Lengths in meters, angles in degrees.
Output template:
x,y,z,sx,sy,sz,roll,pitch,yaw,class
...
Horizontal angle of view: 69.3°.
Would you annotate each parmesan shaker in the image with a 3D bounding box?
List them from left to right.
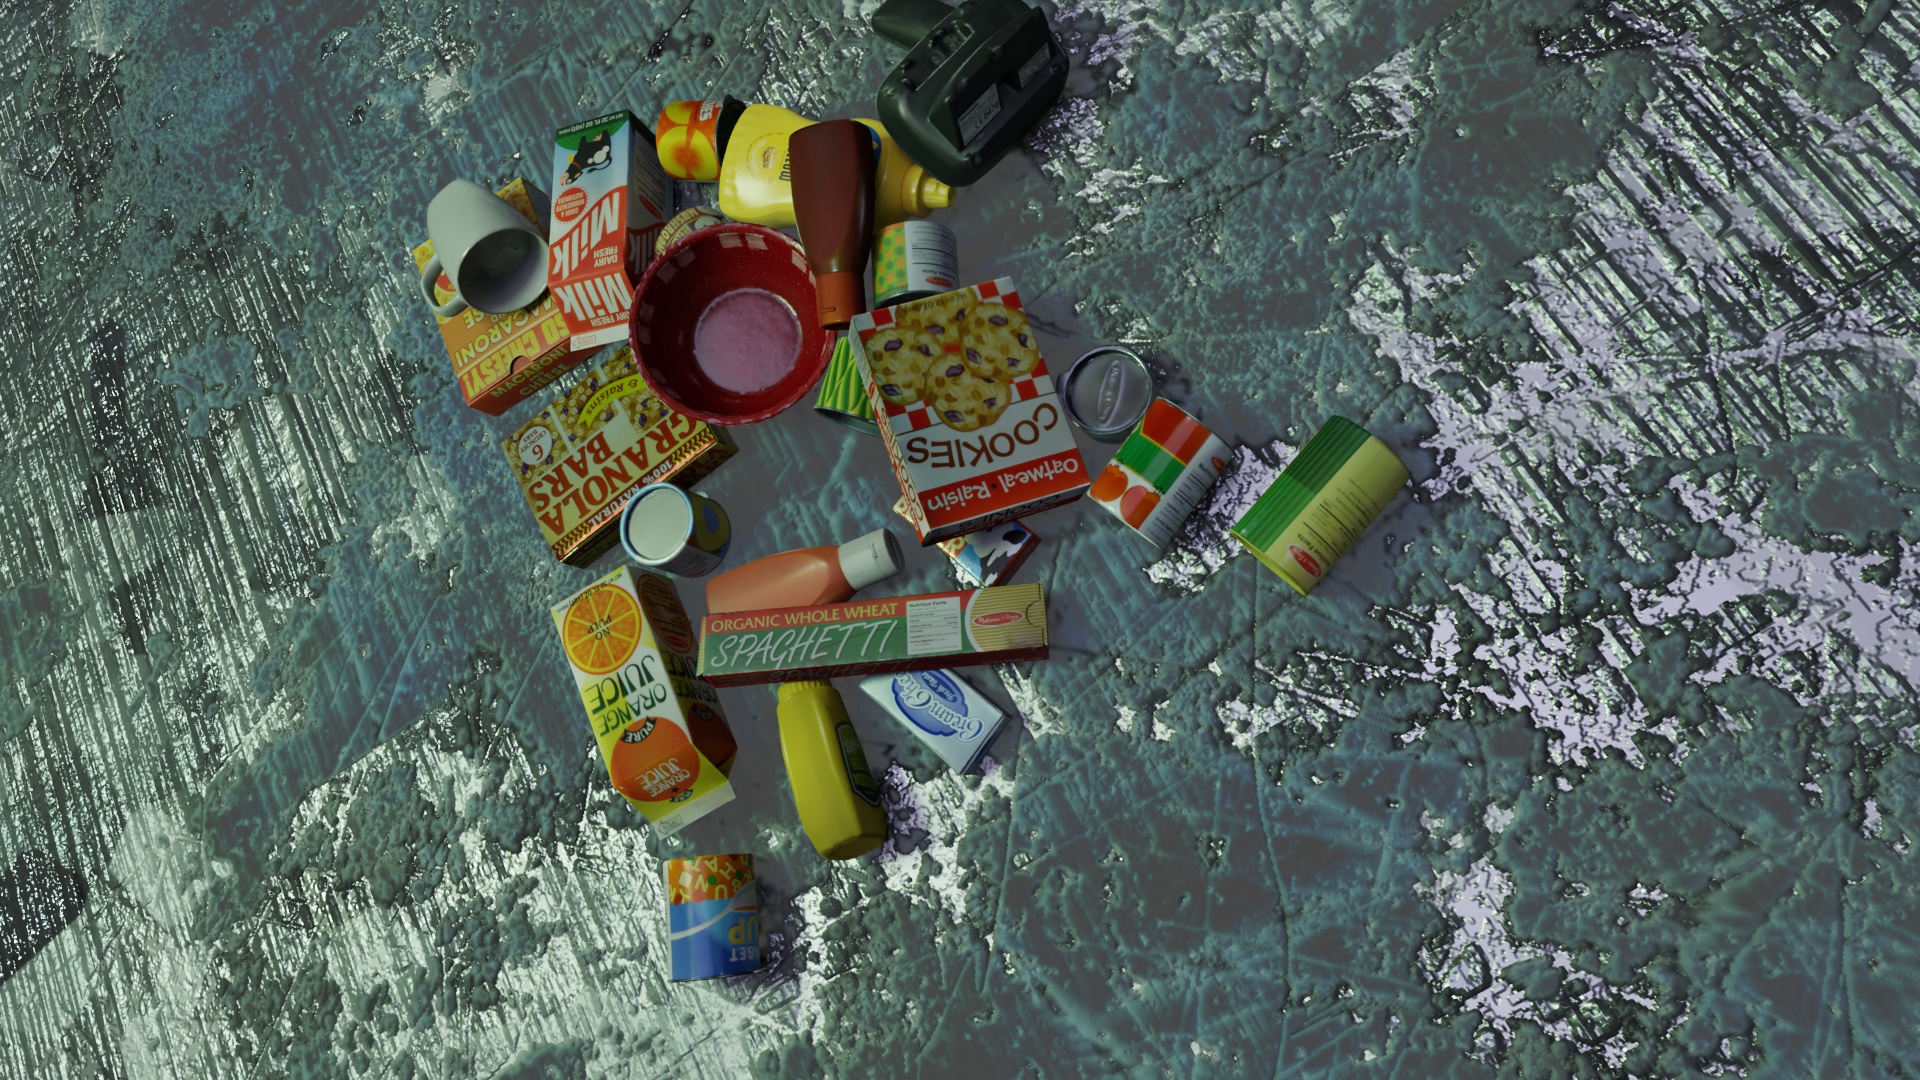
x,y,z,sx,sy,sz,roll,pitch,yaw,class
0.237,-0.022,0.911,0.071,0.071,0.103,42,94,22,parmesan shaker

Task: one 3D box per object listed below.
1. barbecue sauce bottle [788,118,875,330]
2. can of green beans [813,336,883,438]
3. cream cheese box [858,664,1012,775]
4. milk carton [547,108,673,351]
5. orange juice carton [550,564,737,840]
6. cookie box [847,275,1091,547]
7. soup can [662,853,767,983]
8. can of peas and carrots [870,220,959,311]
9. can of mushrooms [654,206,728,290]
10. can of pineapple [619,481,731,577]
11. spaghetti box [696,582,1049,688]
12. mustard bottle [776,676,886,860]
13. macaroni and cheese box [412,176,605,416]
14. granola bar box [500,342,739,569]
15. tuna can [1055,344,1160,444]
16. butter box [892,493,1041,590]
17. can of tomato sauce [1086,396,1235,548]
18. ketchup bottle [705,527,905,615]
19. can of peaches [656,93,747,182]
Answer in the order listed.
x,y,z,sx,sy,sz,roll,pitch,yaw,class
-0.093,-0.232,1.031,0.065,0.044,0.148,-5,88,29,barbecue sauce bottle
-0.069,-0.114,1.038,0.071,0.071,0.058,17,84,22,can of green beans
-0.018,0.115,0.992,0.104,0.024,0.053,38,93,23,cream cheese box
-0.284,-0.245,1.131,0.072,0.073,0.191,-11,69,17,milk carton
-0.230,0.121,1.041,0.072,0.073,0.193,-29,71,12,orange juice carton
0.005,-0.092,0.984,0.123,0.040,0.167,-17,76,-15,cookie box
-0.175,0.269,0.993,0.071,0.071,0.084,-10,75,18,soup can
-0.036,-0.199,1.047,0.071,0.071,0.059,-9,75,18,can of peas and carrots
-0.210,-0.233,1.113,0.071,0.071,0.033,-45,66,6,can of mushrooms
-0.221,-0.010,1.074,0.071,0.058,0.071,-4,77,19,can of pineapple
-0.062,0.068,0.985,0.250,0.028,0.050,-6,63,7,spaghetti box
-0.099,0.146,0.995,0.049,0.065,0.161,-26,66,11,mustard bottle
-0.389,-0.208,1.188,0.123,0.040,0.167,-30,70,12,macaroni and cheese box
-0.277,-0.074,1.119,0.165,0.039,0.124,-36,69,9,granola bar box
0.106,-0.104,0.991,0.071,0.033,0.071,-4,77,19,tuna can
0.004,-0.013,1.012,0.104,0.024,0.053,40,94,23,butter box
0.135,-0.047,0.950,0.071,0.071,0.083,38,93,23,can of tomato sauce
-0.115,0.034,1.034,0.148,0.043,0.065,-22,74,14,ketchup bottle
-0.207,-0.328,1.134,0.058,0.071,0.071,6,81,22,can of peaches
